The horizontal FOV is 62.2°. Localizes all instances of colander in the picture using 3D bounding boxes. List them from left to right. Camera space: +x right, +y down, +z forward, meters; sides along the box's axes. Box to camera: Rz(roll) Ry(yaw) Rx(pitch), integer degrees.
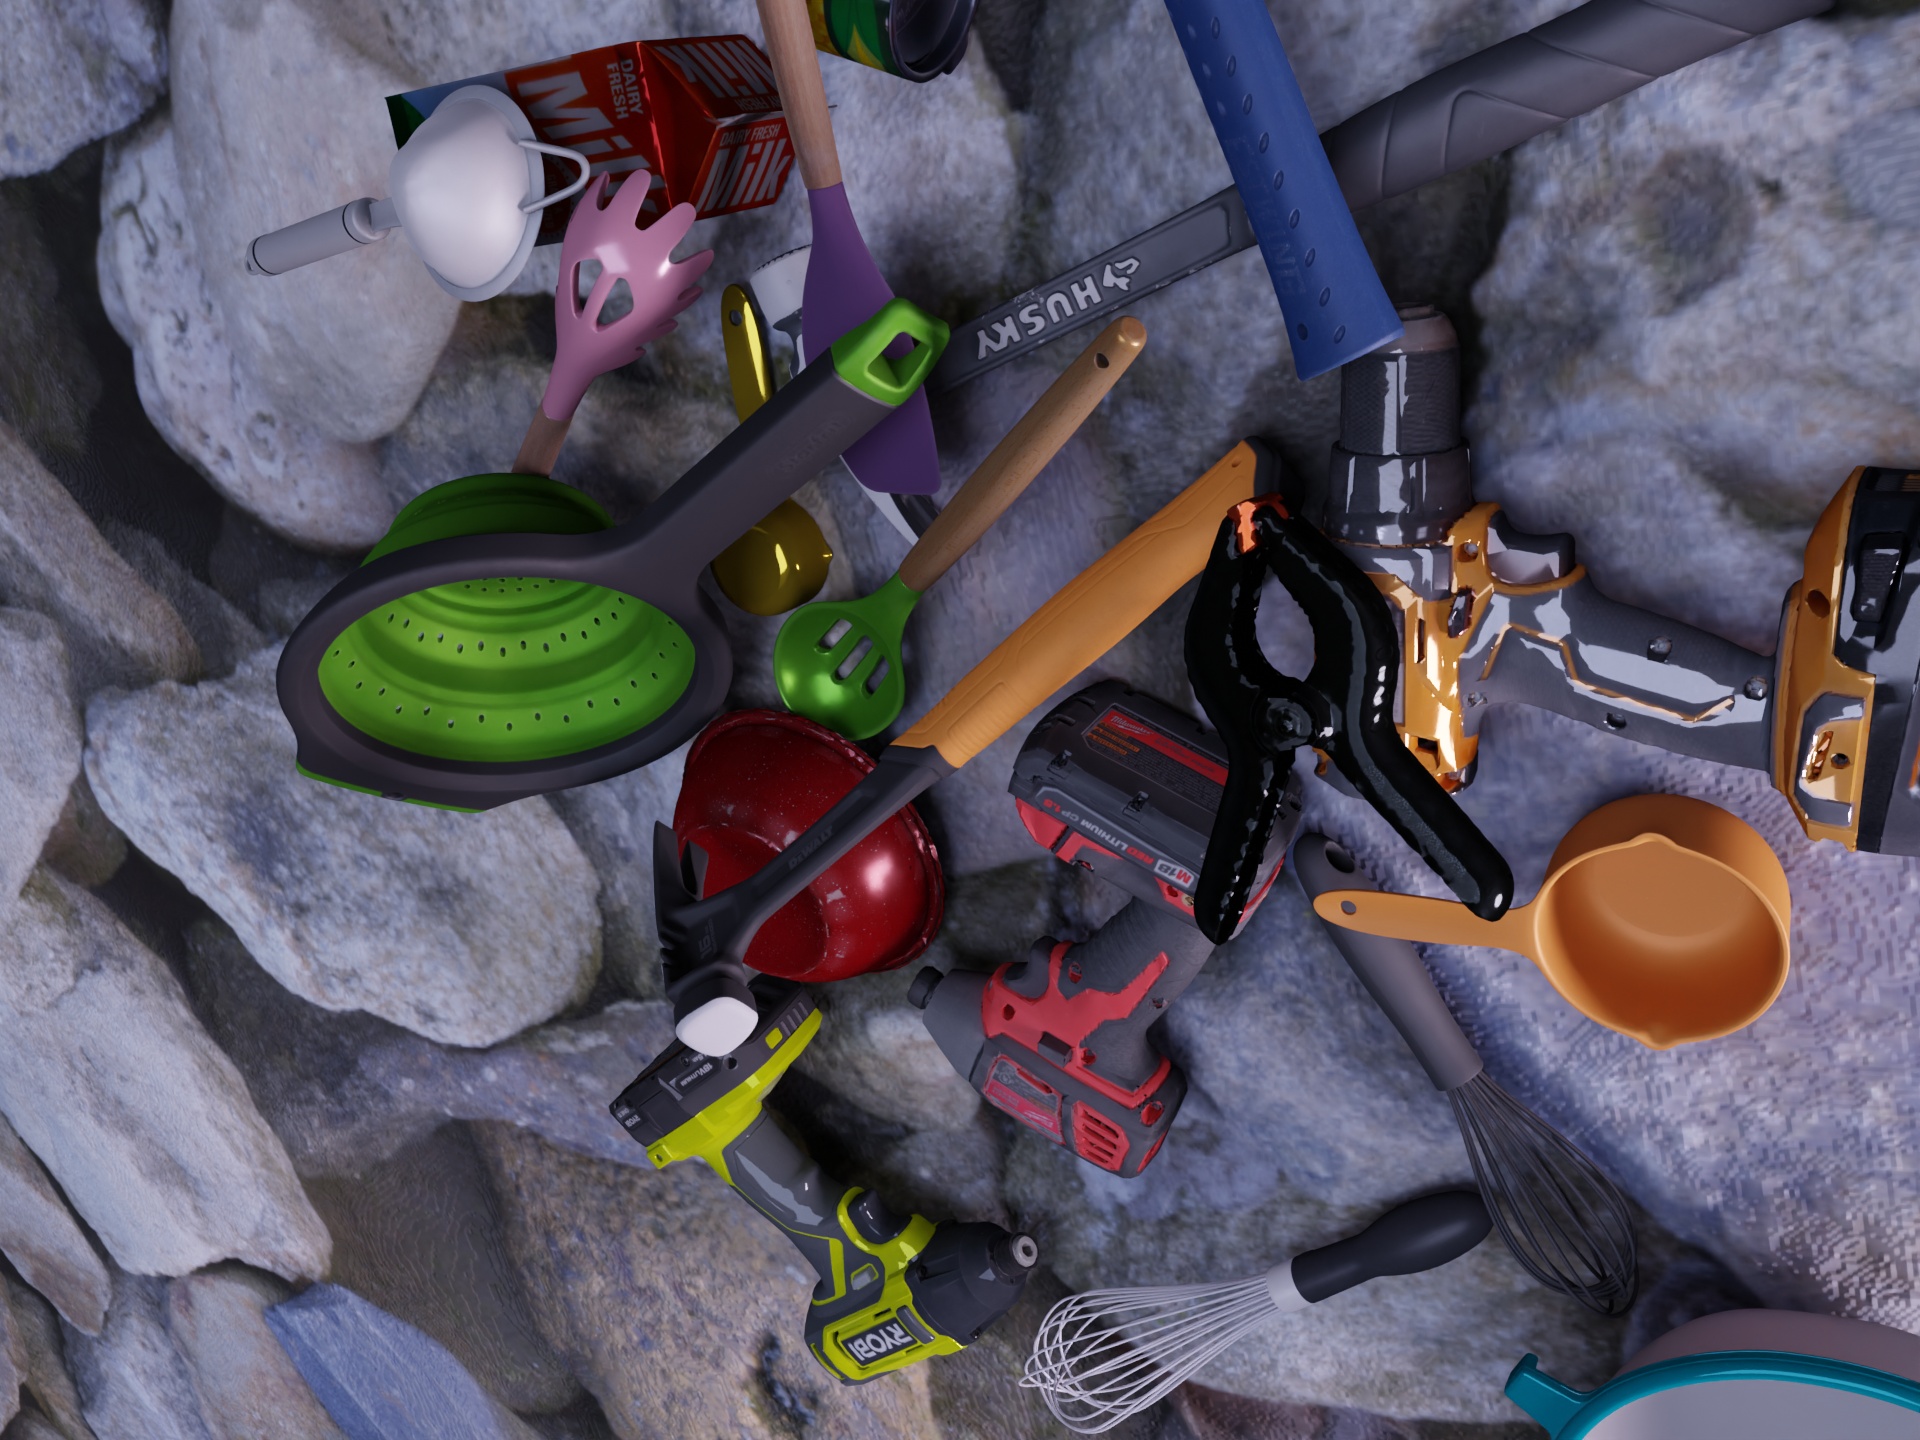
[{"bbox_3d":[-0.158,-0.089,0.717,0.397,0.204,0.095,-33,55,32],"label":"colander"}]

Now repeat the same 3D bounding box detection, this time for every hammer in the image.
[{"bbox_3d":[-0.001,-0.002,0.666,0.337,0.127,0.034,-39,128,14],"label":"hammer"},{"bbox_3d":[0.053,-0.306,0.511,0.144,0.035,0.405,-13,103,62],"label":"hammer"},{"bbox_3d":[0.100,-0.180,0.596,0.409,0.036,0.149,-17,103,35],"label":"hammer"}]

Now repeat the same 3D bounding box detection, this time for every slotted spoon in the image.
[{"bbox_3d":[-0.007,-0.071,0.662,0.070,0.031,0.313,45,145,-1],"label":"slotted spoon"}]

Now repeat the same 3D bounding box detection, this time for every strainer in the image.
[{"bbox_3d":[-0.259,-0.220,0.700,0.258,0.050,0.087,3,98,42],"label":"strainer"},{"bbox_3d":[0.398,0.293,0.601,0.340,0.095,0.211,-17,105,33],"label":"strainer"}]

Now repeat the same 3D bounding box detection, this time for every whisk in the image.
[{"bbox_3d":[0.136,0.286,0.778,0.284,0.070,0.070,-36,91,33],"label":"whisk"},{"bbox_3d":[0.214,0.148,0.676,0.055,0.055,0.239,-35,87,37],"label":"whisk"}]

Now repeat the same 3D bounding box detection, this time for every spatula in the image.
[{"bbox_3d":[-0.060,-0.230,0.605,0.060,0.018,0.315,10,127,32],"label":"spatula"}]

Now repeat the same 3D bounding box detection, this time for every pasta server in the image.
[{"bbox_3d":[-0.191,-0.137,0.747,0.060,0.040,0.316,36,146,-9],"label":"pasta server"}]

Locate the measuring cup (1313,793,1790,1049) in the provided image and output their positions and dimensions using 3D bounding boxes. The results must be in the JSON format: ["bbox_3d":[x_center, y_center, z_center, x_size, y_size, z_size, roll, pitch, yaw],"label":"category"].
[{"bbox_3d":[0.229,0.069,0.622,0.174,0.052,0.095,3,118,32],"label":"measuring cup"}]

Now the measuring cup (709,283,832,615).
[{"bbox_3d":[-0.100,-0.122,0.742,0.062,0.029,0.156,7,118,28],"label":"measuring cup"}]

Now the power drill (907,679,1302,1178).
[{"bbox_3d":[0.056,0.100,0.728,0.143,0.078,0.219,29,126,17],"label":"power drill"}]

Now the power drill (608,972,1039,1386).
[{"bbox_3d":[-0.072,0.253,0.874,0.223,0.080,0.171,49,128,-3],"label":"power drill"}]

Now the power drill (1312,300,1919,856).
[{"bbox_3d":[0.231,-0.052,0.553,0.226,0.084,0.185,8,114,32],"label":"power drill"}]
